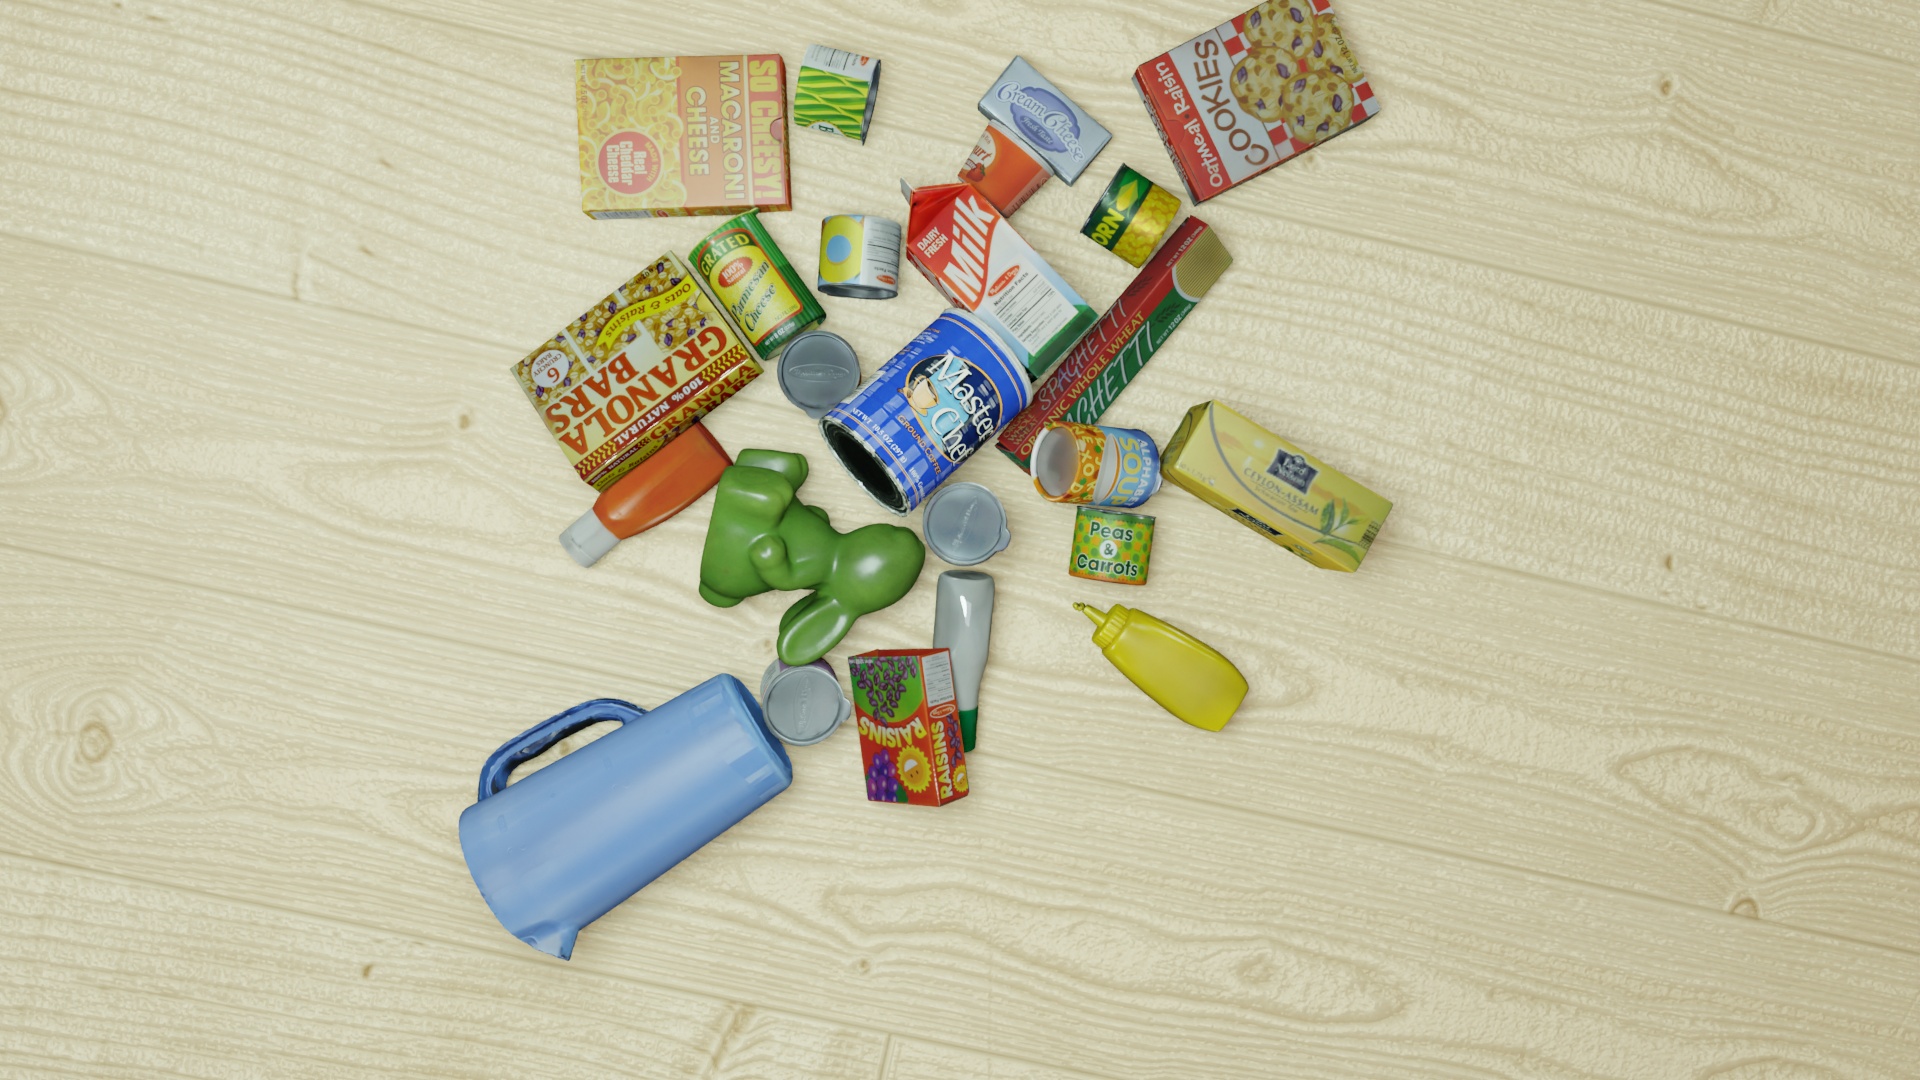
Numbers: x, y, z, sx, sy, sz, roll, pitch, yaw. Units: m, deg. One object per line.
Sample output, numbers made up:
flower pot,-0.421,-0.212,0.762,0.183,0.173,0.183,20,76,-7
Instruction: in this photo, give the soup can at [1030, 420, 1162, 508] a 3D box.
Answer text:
soup can,0.110,-0.060,1.122,0.084,0.071,0.071,3,92,-35

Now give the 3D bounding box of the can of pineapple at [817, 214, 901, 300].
can of pineapple,-0.083,-0.230,1.130,0.071,0.071,0.058,4,90,-2

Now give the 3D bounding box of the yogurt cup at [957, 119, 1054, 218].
yogurt cup,0.034,-0.301,1.134,0.072,0.072,0.054,39,98,-3

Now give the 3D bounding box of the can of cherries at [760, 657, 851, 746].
can of cherries,-0.128,0.129,1.137,0.071,0.058,0.071,-2,98,-10

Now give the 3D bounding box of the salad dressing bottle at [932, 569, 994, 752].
salad dressing bottle,0.000,0.100,1.147,0.044,0.064,0.147,1,101,-22

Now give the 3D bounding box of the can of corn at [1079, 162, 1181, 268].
can of corn,0.138,-0.263,1.136,0.058,0.071,0.071,32,91,-3

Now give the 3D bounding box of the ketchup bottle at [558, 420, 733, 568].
ketchup bottle,-0.261,-0.038,1.139,0.149,0.043,0.065,-40,87,0

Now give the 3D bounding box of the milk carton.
milk carton,0.018,-0.221,1.131,0.073,0.072,0.190,-45,94,0

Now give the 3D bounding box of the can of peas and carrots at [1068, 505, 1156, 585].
can of peas and carrots,0.124,0.004,1.142,0.071,0.071,0.058,7,92,-2

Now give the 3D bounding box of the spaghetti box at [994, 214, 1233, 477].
spaghetti box,0.127,-0.157,1.147,0.250,0.029,0.050,-50,132,0

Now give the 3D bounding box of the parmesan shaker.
parmesan shaker,-0.162,-0.207,1.126,0.071,0.071,0.103,-36,93,0

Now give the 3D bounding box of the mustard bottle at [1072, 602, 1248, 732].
mustard bottle,0.161,0.094,1.157,0.160,0.049,0.065,35,91,-2

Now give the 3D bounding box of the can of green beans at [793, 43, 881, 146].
can of green beans,-0.100,-0.363,1.125,0.058,0.071,0.071,13,91,-2

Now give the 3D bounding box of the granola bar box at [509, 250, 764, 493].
granola bar box,-0.262,-0.137,1.119,0.165,0.039,0.124,-37,72,-1

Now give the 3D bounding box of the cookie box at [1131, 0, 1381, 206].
cookie box,0.243,-0.370,1.150,0.167,0.040,0.123,-27,93,-1

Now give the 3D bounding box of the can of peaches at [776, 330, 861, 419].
can of peaches,-0.115,-0.133,1.135,0.071,0.058,0.071,0,92,-3

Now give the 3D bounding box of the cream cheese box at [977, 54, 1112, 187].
cream cheese box,0.069,-0.347,1.152,0.104,0.024,0.053,40,90,-3

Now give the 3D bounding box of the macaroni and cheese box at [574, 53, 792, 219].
macaroni and cheese box,-0.225,-0.329,1.134,0.166,0.040,0.123,-3,93,-2

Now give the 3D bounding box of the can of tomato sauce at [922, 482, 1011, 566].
can of tomato sauce,0.004,-0.014,1.130,0.071,0.083,0.071,0,92,-2

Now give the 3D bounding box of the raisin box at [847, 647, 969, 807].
raisin box,-0.043,0.151,1.134,0.086,0.040,0.123,-6,92,41
